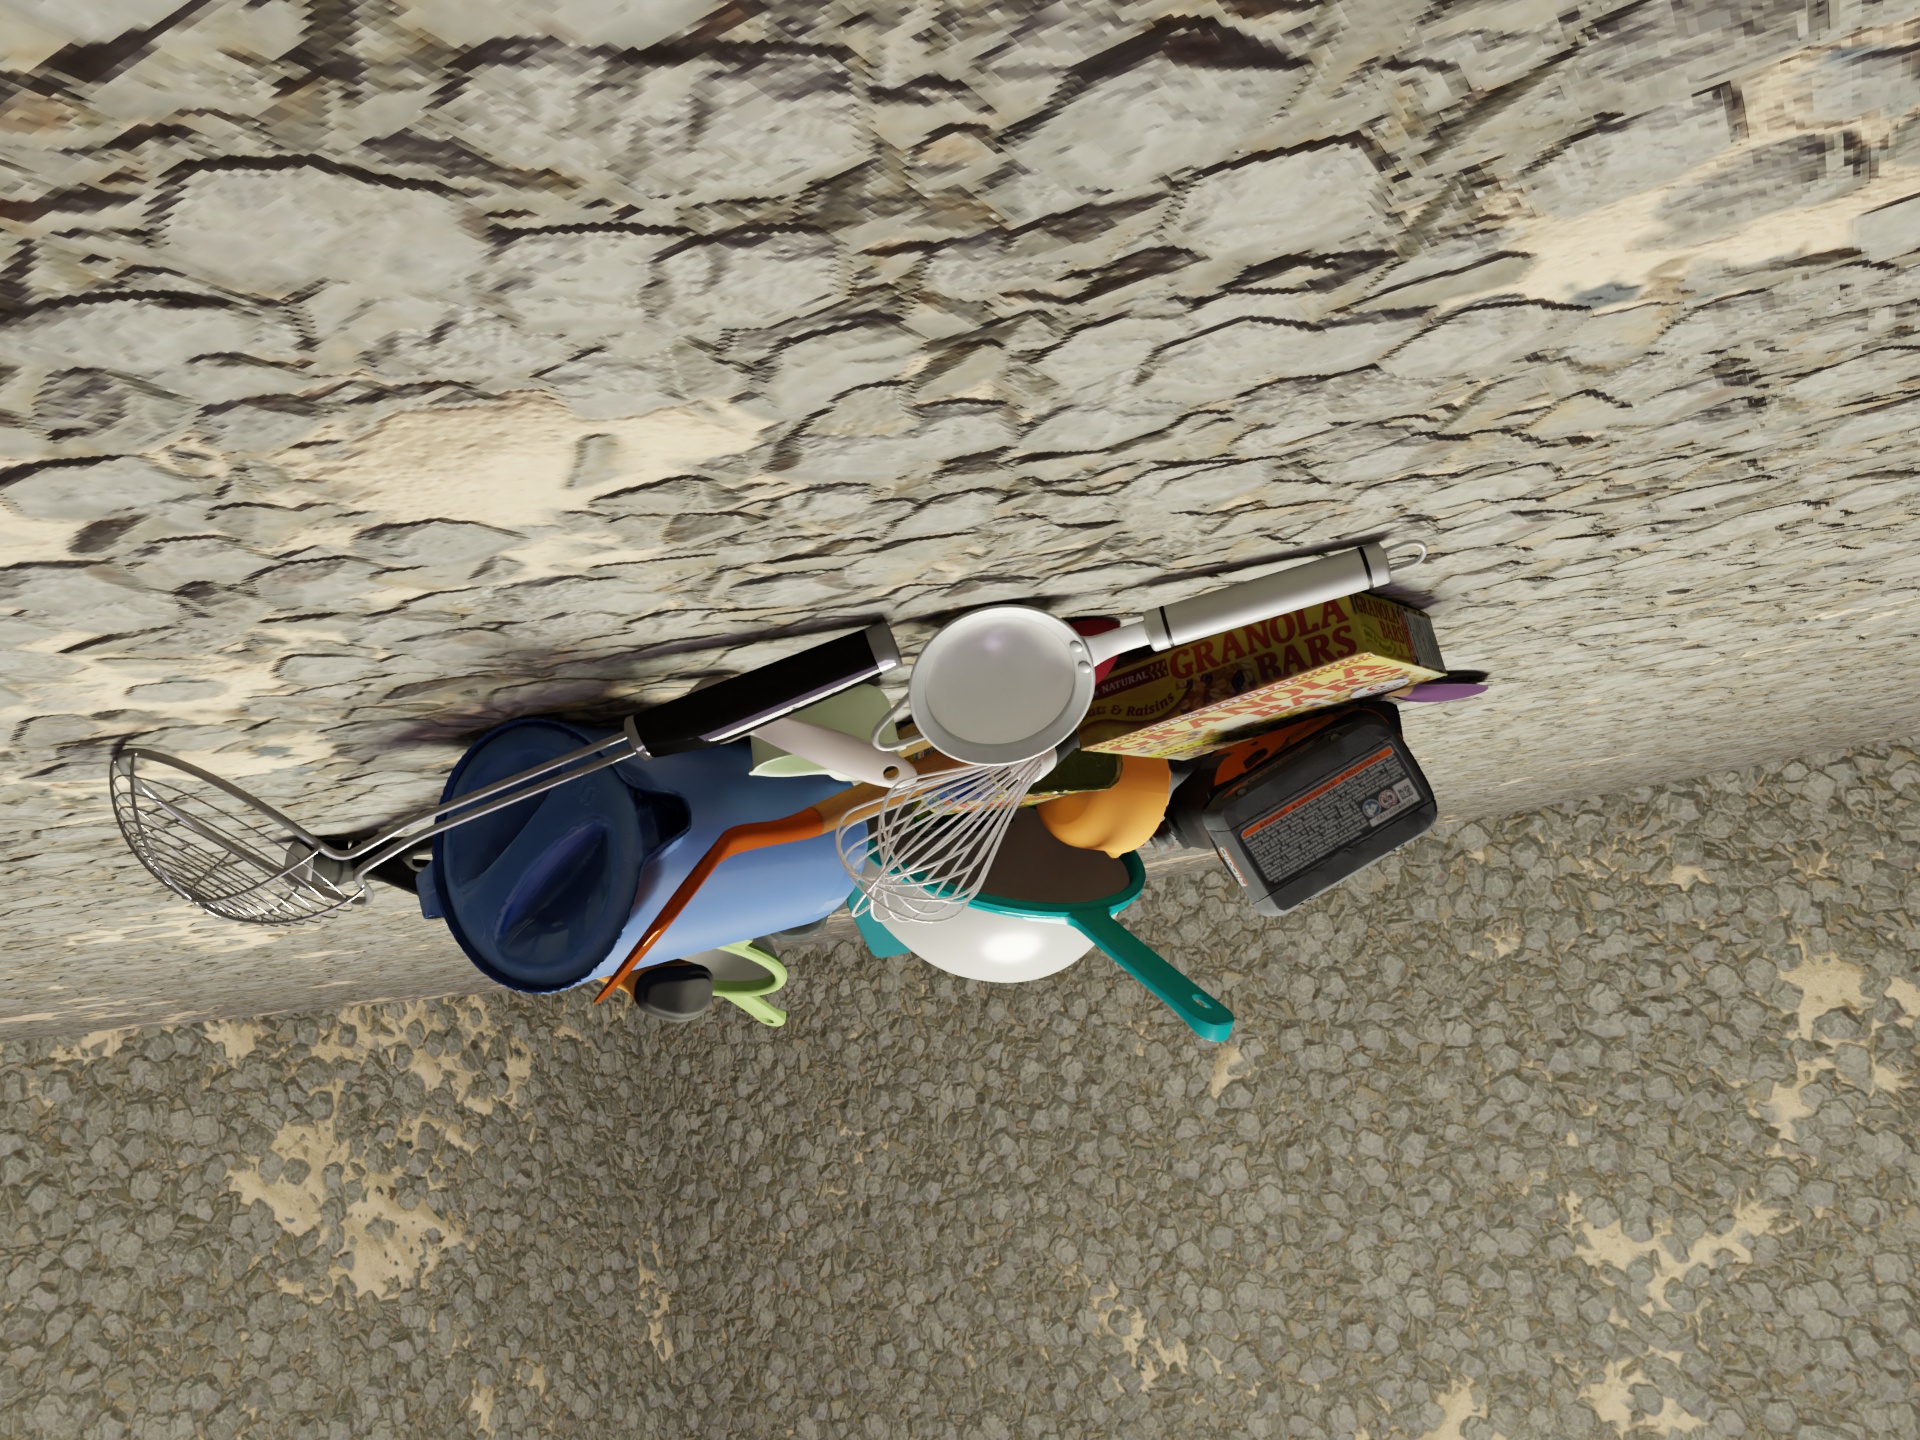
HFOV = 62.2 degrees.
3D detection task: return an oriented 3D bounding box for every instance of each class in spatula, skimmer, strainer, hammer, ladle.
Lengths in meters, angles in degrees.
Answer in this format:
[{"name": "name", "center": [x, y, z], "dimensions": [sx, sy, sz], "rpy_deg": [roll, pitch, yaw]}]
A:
[{"name": "spatula", "center": [-0.052, 0.051, 0.803], "dimensions": [0.322, 0.041, 0.081], "rpy_deg": [-22, 163, -44]}, {"name": "skimmer", "center": [-0.206, 0.007, 0.722], "dimensions": [0.363, 0.090, 0.127], "rpy_deg": [-21, 143, 3]}, {"name": "strainer", "center": [0.082, -0.039, 0.717], "dimensions": [0.258, 0.050, 0.086], "rpy_deg": [-16, 125, 10]}, {"name": "strainer", "center": [-0.188, 0.180, 1.261], "dimensions": [0.151, 0.069, 0.256], "rpy_deg": [0, 155, 17]}, {"name": "hammer", "center": [-0.268, 0.121, 0.967], "dimensions": [0.337, 0.034, 0.127], "rpy_deg": [12, -174, 38]}, {"name": "spatula", "center": [0.285, -0.025, 1.044], "dimensions": [0.060, 0.018, 0.315], "rpy_deg": [-11, 172, 32]}, {"name": "strainer", "center": [0.052, 0.146, 1.065], "dimensions": [0.211, 0.095, 0.341], "rpy_deg": [-2, -155, -37]}, {"name": "spatula", "center": [-0.109, 0.108, 1.150], "dimensions": [0.082, 0.044, 0.317], "rpy_deg": [-19, 151, 23]}, {"name": "ladle", "center": [-0.001, -0.003, 0.891], "dimensions": [0.069, 0.031, 0.315], "rpy_deg": [-8, 172, -26]}]

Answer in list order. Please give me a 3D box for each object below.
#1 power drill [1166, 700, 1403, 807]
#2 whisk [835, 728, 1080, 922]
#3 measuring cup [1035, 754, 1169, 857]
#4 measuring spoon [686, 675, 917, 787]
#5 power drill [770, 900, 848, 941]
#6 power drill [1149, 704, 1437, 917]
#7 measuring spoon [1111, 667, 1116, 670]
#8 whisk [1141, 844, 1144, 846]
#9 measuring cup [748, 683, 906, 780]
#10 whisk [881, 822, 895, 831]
[{"name": "power drill", "center": [0.205, 0.043, 1.187], "dimensions": [0.226, 0.084, 0.185], "rpy_deg": [-6, 171, 6]}, {"name": "whisk", "center": [0.022, 0.030, 0.819], "dimensions": [0.070, 0.070, 0.284], "rpy_deg": [-16, -169, 32]}, {"name": "measuring cup", "center": [0.062, 0.036, 1.061], "dimensions": [0.052, 0.095, 0.174], "rpy_deg": [8, -179, -38]}, {"name": "measuring spoon", "center": [-0.075, 0.012, 0.767], "dimensions": [0.124, 0.034, 0.018], "rpy_deg": [20, -161, -22]}, {"name": "power drill", "center": [-0.071, 0.131, 1.348], "dimensions": [0.223, 0.080, 0.171], "rpy_deg": [-12, -179, -14]}, {"name": "power drill", "center": [0.193, 0.049, 0.981], "dimensions": [0.164, 0.084, 0.226], "rpy_deg": [-31, -177, 6]}, {"name": "measuring spoon", "center": [0.091, -0.021, 0.905], "dimensions": [0.021, 0.011, 0.116], "rpy_deg": [-17, 167, 39]}, {"name": "whisk", "center": [0.086, 0.080, 1.350], "dimensions": [0.073, 0.073, 0.295], "rpy_deg": [-14, 164, 25]}, {"name": "measuring cup", "center": [-0.067, 0.009, 0.866], "dimensions": [0.083, 0.038, 0.167], "rpy_deg": [-10, 172, 4]}, {"name": "whisk", "center": [-0.111, 0.087, 1.266], "dimensions": [0.051, 0.047, 0.245], "rpy_deg": [9, 168, -23]}]
